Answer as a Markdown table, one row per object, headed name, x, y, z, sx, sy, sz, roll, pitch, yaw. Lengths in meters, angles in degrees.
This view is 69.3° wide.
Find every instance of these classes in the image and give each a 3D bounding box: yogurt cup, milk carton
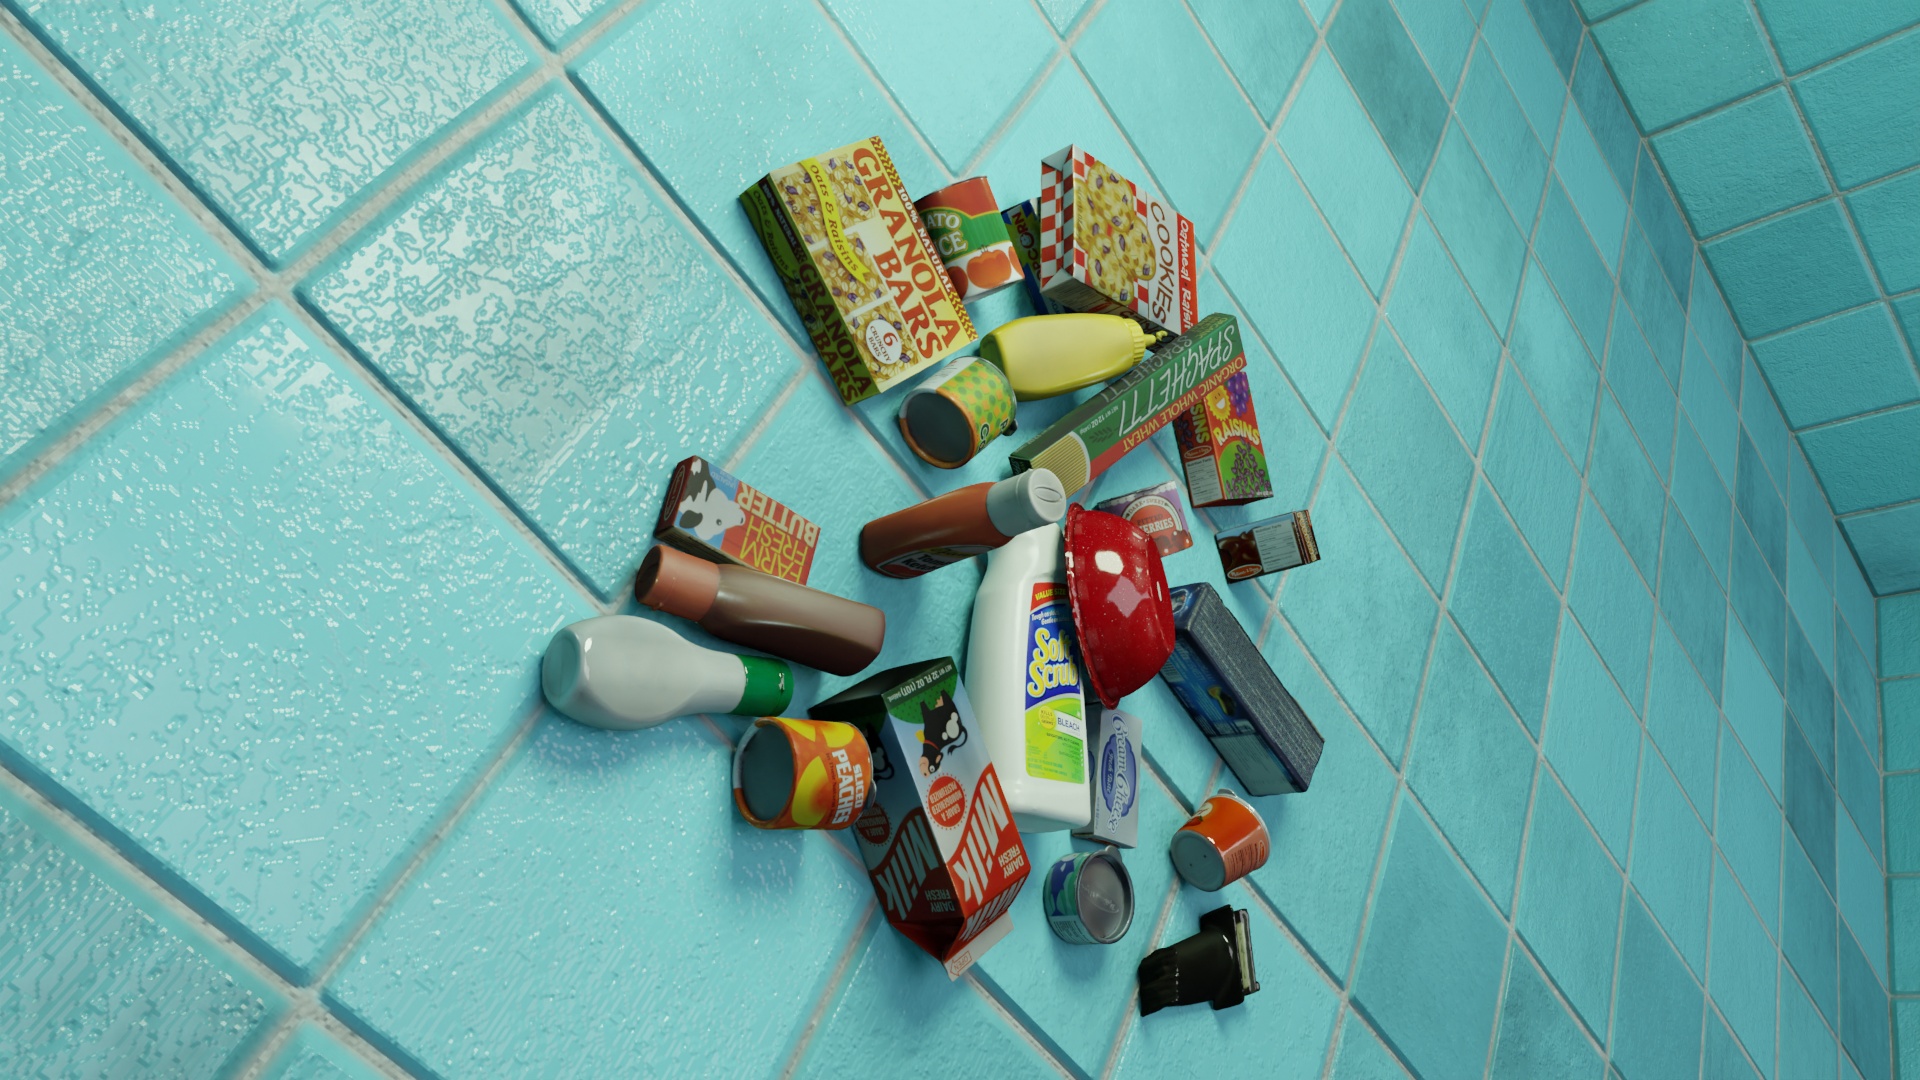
| name | x | y | z | sx | sy | sz | roll | pitch | yaw |
| --- | --- | --- | --- | --- | --- | --- | --- | --- | --- |
| yogurt cup | 0.205 | 0.244 | 1.109 | 0.054 | 0.072 | 0.072 | -24 | 94 | -39 |
| milk carton | -0.018 | 0.179 | 0.892 | 0.072 | 0.073 | 0.190 | -24 | 95 | -47 |

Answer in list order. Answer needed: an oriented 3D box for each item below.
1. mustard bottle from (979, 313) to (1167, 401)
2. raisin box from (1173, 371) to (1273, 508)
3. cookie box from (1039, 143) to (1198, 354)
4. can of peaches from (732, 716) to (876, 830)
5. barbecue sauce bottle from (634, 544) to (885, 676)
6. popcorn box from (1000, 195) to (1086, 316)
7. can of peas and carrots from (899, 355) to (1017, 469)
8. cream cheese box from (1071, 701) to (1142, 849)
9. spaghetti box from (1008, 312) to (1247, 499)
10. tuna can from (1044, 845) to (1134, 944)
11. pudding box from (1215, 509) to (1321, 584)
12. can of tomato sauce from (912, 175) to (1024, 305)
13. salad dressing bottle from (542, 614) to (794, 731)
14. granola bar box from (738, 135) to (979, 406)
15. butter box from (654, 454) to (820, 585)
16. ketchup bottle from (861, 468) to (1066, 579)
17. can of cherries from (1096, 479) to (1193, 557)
| name | x | y | z | sx | sy | sz | roll | pitch | yaw |
| --- | --- | --- | --- | --- | --- | --- | --- | --- | --- |
| mustard bottle | 0.095 | -0.150 | 1.103 | 0.161 | 0.048 | 0.065 | -11 | 91 | -25 |
| raisin box | 0.238 | -0.094 | 1.277 | 0.086 | 0.040 | 0.123 | -4 | 81 | -46 |
| cookie box | 0.134 | -0.237 | 1.159 | 0.167 | 0.040 | 0.123 | 19 | 65 | -42 |
| can of peaches | -0.094 | 0.140 | 0.829 | 0.058 | 0.071 | 0.071 | 12 | 68 | -42 |
| barbecue sauce bottle | -0.122 | 0.043 | 0.842 | 0.148 | 0.064 | 0.044 | 21 | 60 | -30 |
| popcorn box | 0.091 | -0.229 | 1.170 | 0.085 | 0.038 | 0.126 | -28 | 97 | -47 |
| can of peas and carrots | -0.001 | -0.091 | 1.007 | 0.059 | 0.071 | 0.071 | -42 | 107 | -44 |
| cream cheese box | 0.113 | 0.180 | 1.063 | 0.053 | 0.024 | 0.104 | 27 | 59 | -39 |
| spaghetti box | 0.141 | -0.108 | 1.123 | 0.251 | 0.029 | 0.050 | -36 | 122 | -27 |
| tuna can | 0.094 | 0.258 | 1.011 | 0.071 | 0.032 | 0.071 | 17 | 65 | -42 |
| pudding box | 0.276 | 0.005 | 1.249 | 0.030 | 0.083 | 0.049 | -10 | 84 | -50 |
| can of tomato sauce | 0.003 | -0.226 | 1.058 | 0.071 | 0.071 | 0.083 | -27 | 97 | -47 |
| salad dressing bottle | -0.164 | 0.079 | 0.798 | 0.148 | 0.044 | 0.064 | 13 | 66 | -44 |
| granola bar box | -0.069 | -0.194 | 0.992 | 0.125 | 0.039 | 0.165 | -36 | 103 | -45 |
| butter box | -0.138 | -0.006 | 0.868 | 0.103 | 0.024 | 0.053 | 31 | 56 | -35 |
| ketchup bottle | 0.003 | -0.012 | 0.924 | 0.065 | 0.148 | 0.043 | 9 | 69 | -44 |
| can of cherries | 0.151 | -0.013 | 1.136 | 0.072 | 0.071 | 0.058 | -17 | 90 | -48 |
